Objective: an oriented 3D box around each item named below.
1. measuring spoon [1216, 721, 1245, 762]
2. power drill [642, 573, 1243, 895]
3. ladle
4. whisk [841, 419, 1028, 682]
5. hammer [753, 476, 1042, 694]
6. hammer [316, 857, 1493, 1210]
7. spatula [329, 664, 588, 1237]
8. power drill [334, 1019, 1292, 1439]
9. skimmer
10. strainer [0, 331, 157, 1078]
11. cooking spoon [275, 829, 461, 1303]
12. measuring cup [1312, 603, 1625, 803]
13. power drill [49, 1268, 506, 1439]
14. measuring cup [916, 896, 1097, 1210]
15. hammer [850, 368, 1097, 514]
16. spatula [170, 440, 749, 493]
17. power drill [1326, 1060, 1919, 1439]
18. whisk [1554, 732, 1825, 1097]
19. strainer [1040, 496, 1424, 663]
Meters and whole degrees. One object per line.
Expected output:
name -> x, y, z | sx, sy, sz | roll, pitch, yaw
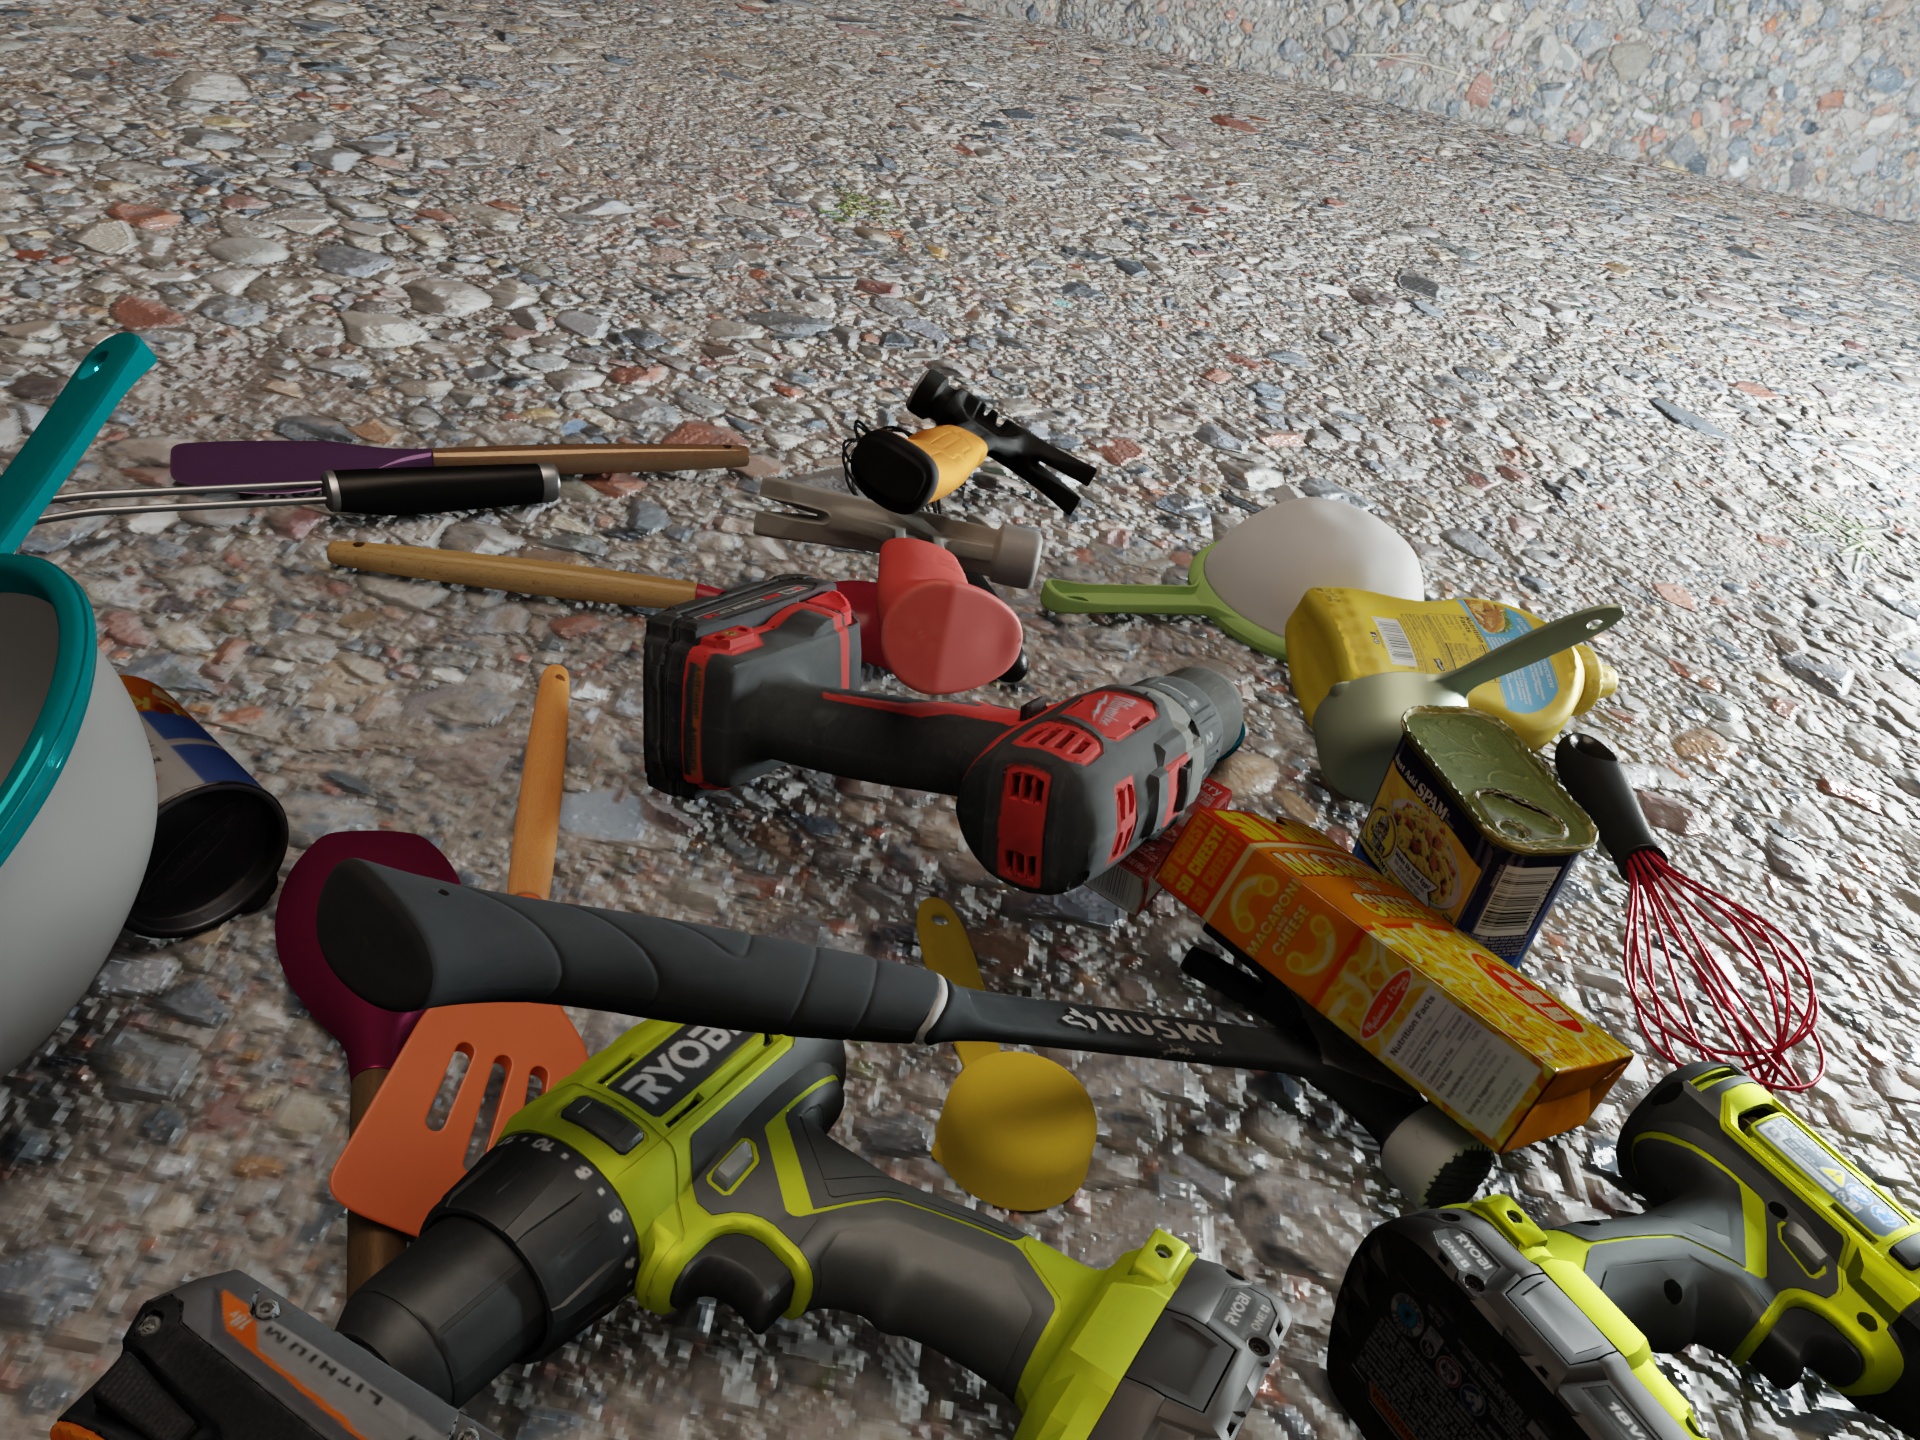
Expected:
measuring spoon -> 0.091, 0.026, 0.784 | 0.128, 0.021, 0.042 | -30, 53, -35
power drill -> -0.001, -0.002, 0.678 | 0.227, 0.080, 0.188 | 14, 21, 27
ladle -> -0.162, -0.067, 0.818 | 0.315, 0.031, 0.069 | 7, 34, -7
whisk -> -0.015, -0.099, 0.903 | 0.055, 0.055, 0.239 | -5, 43, -25
hammer -> -0.026, -0.064, 0.666 | 0.149, 0.036, 0.359 | 11, 11, -4
hammer -> 0.003, 0.090, 0.514 | 0.408, 0.036, 0.149 | 16, 20, -37
spatula -> -0.171, 0.065, 0.616 | 0.081, 0.041, 0.323 | 24, 23, -22
power drill -> -0.040, 0.173, 0.456 | 0.229, 0.080, 0.190 | 26, 30, 20
skimmer -> -0.363, -0.122, 0.770 | 0.363, 0.090, 0.127 | -9, 72, -33
strainer -> -0.321, 0.007, 0.528 | 0.211, 0.095, 0.341 | -11, 47, 19
cooking spoon -> -0.189, 0.137, 0.515 | 0.068, 0.017, 0.319 | 2, 35, -22
measuring cup -> 0.243, -0.005, 0.759 | 0.083, 0.167, 0.038 | 26, 51, -30
power drill -> -0.199, 0.229, 0.312 | 0.164, 0.084, 0.226 | 24, 44, 15
measuring cup -> 0.009, 0.114, 0.607 | 0.062, 0.029, 0.157 | 1, 37, -19
hammer -> 0.003, -0.142, 0.861 | 0.127, 0.034, 0.337 | 32, 16, 0
spatula -> -0.272, -0.146, 0.901 | 0.315, 0.018, 0.060 | -6, 39, -24
power drill -> 0.248, 0.206, 0.519 | 0.223, 0.080, 0.171 | -7, 38, -33
whisk -> 0.330, 0.079, 0.753 | 0.073, 0.073, 0.296 | 13, 27, -1
strainer -> 0.169, -0.092, 0.930 | 0.256, 0.069, 0.152 | -1, 36, -24
